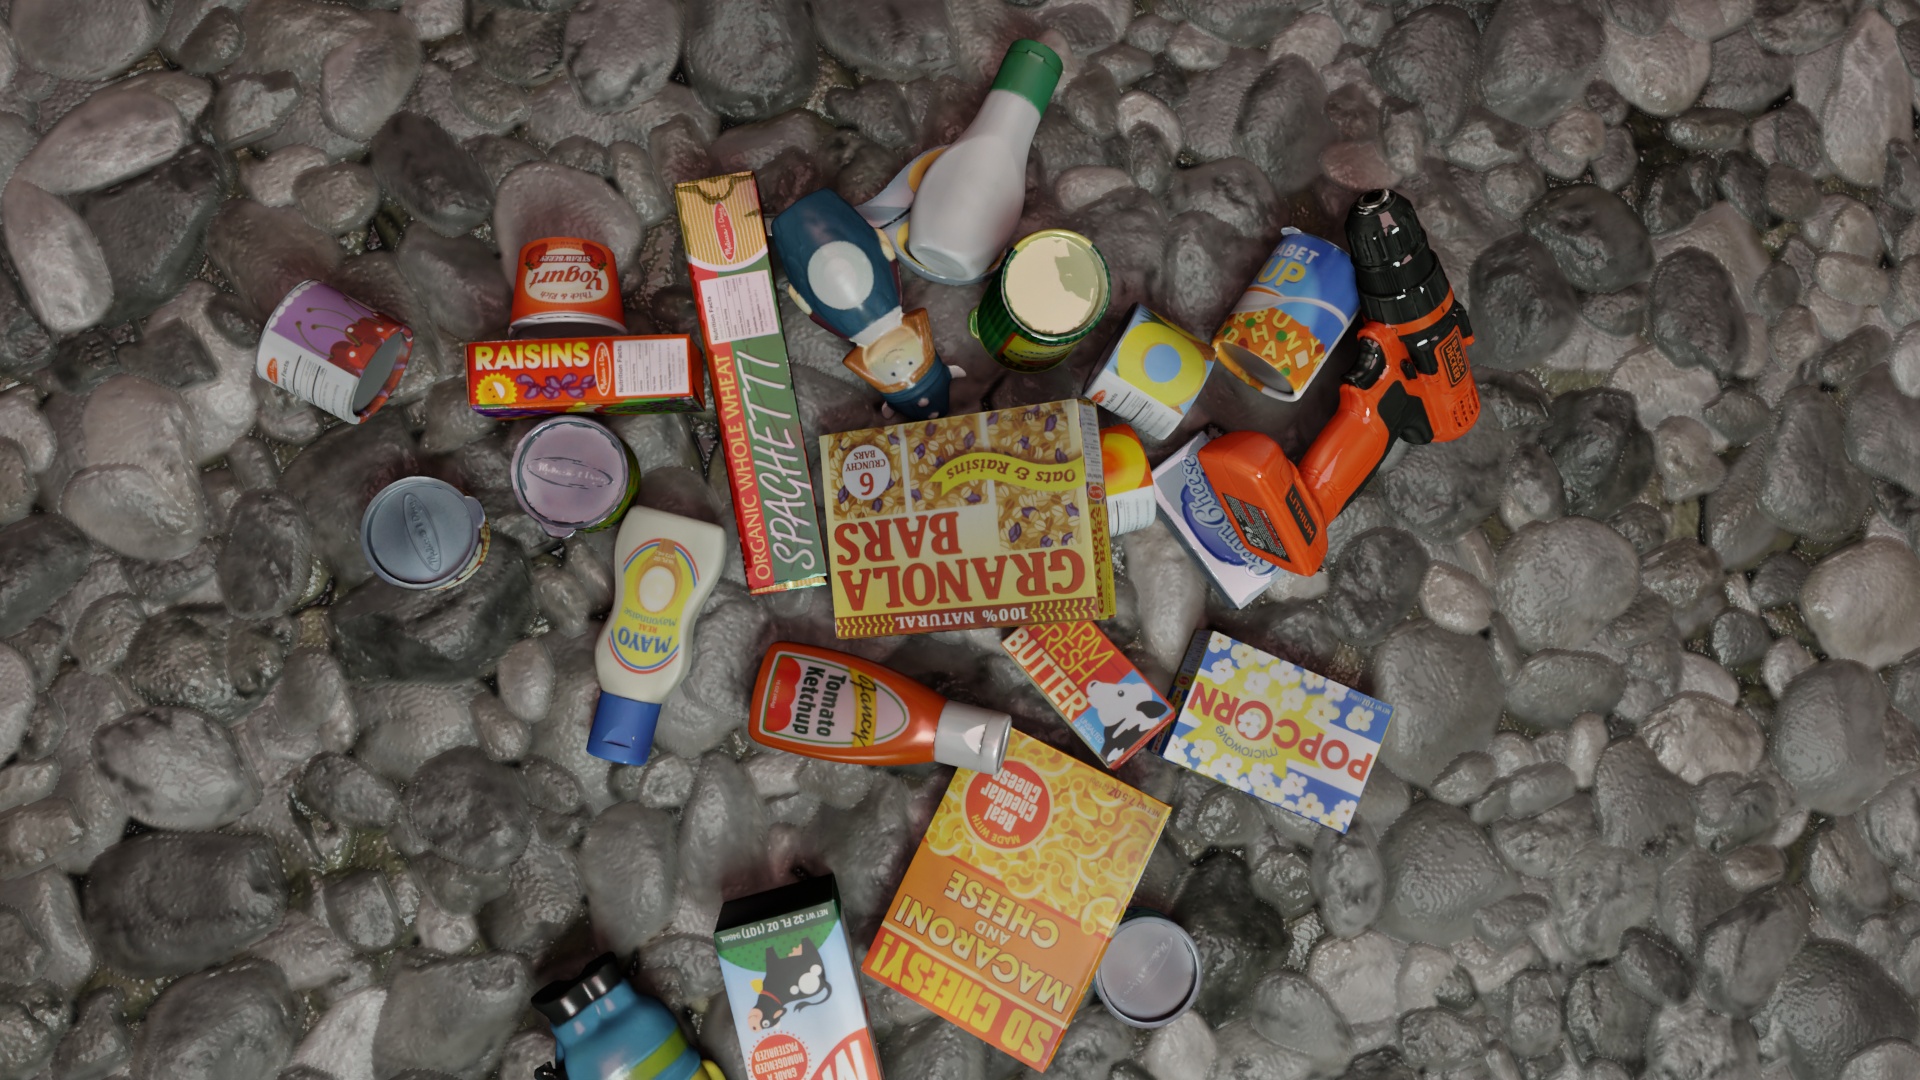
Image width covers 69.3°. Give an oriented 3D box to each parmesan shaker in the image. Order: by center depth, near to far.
[{"bbox_3d":[0.045,-0.139,0.824,0.071,0.103,0.071,0,88,-5],"label":"parmesan shaker"}]

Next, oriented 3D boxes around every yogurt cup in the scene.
[{"bbox_3d":[-0.231,-0.144,0.818,0.072,0.072,0.054,-3,80,-6],"label":"yogurt cup"}]

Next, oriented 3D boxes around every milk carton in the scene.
[{"bbox_3d":[-0.084,0.300,0.802,0.072,0.073,0.190,-15,89,-6],"label":"milk carton"}]

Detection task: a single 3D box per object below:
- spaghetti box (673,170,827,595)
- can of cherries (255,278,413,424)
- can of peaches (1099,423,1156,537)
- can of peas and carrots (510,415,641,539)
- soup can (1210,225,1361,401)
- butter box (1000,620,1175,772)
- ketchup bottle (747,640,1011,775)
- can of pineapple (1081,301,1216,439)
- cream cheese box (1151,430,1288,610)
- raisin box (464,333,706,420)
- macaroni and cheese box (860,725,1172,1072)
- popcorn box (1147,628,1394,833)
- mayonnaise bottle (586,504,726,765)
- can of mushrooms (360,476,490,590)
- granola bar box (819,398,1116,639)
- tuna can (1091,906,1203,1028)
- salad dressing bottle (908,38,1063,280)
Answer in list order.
[{"bbox_3d":[-0.125,-0.092,0.834,0.050,0.028,0.250,-10,91,-3],"label":"spaghetti box"},{"bbox_3d":[-0.359,-0.110,0.802,0.058,0.071,0.071,27,85,-4],"label":"can of cherries"},{"bbox_3d":[0.080,-0.035,0.841,0.058,0.071,0.071,-15,89,-6],"label":"can of peaches"},{"bbox_3d":[-0.224,-0.035,0.814,0.071,0.058,0.071,0,88,-5],"label":"can of peas and carrots"},{"bbox_3d":[0.202,-0.140,0.858,0.071,0.071,0.084,36,85,-3],"label":"soup can"},{"bbox_3d":[0.076,0.084,0.838,0.053,0.024,0.104,-40,71,-6],"label":"butter box"},{"bbox_3d":[-0.046,0.103,0.812,0.149,0.043,0.065,11,81,11],"label":"ketchup bottle"},{"bbox_3d":[0.116,-0.105,0.848,0.058,0.071,0.071,30,85,-4],"label":"can of pineapple"},{"bbox_3d":[0.161,-0.012,0.869,0.053,0.024,0.104,-38,91,-5],"label":"cream cheese box"},{"bbox_3d":[-0.214,-0.093,0.804,0.123,0.086,0.040,-3,91,-6],"label":"raisin box"},{"bbox_3d":[0.034,0.205,0.821,0.124,0.040,0.166,25,85,14],"label":"macaroni and cheese box"},{"bbox_3d":[0.192,0.117,0.857,0.127,0.038,0.085,23,86,-4],"label":"popcorn box"},{"bbox_3d":[-0.184,0.057,0.821,0.065,0.041,0.148,14,85,-6],"label":"mayonnaise bottle"},{"bbox_3d":[-0.311,-0.004,0.816,0.071,0.033,0.071,0,86,-5],"label":"can of mushrooms"},{"bbox_3d":[0.003,-0.010,0.807,0.165,0.039,0.124,-6,88,25],"label":"granola bar box"},{"bbox_3d":[0.109,0.257,0.844,0.071,0.033,0.071,0,87,-6],"label":"tuna can"},{"bbox_3d":[0.018,-0.232,0.842,0.064,0.044,0.148,25,81,-2],"label":"salad dressing bottle"}]
